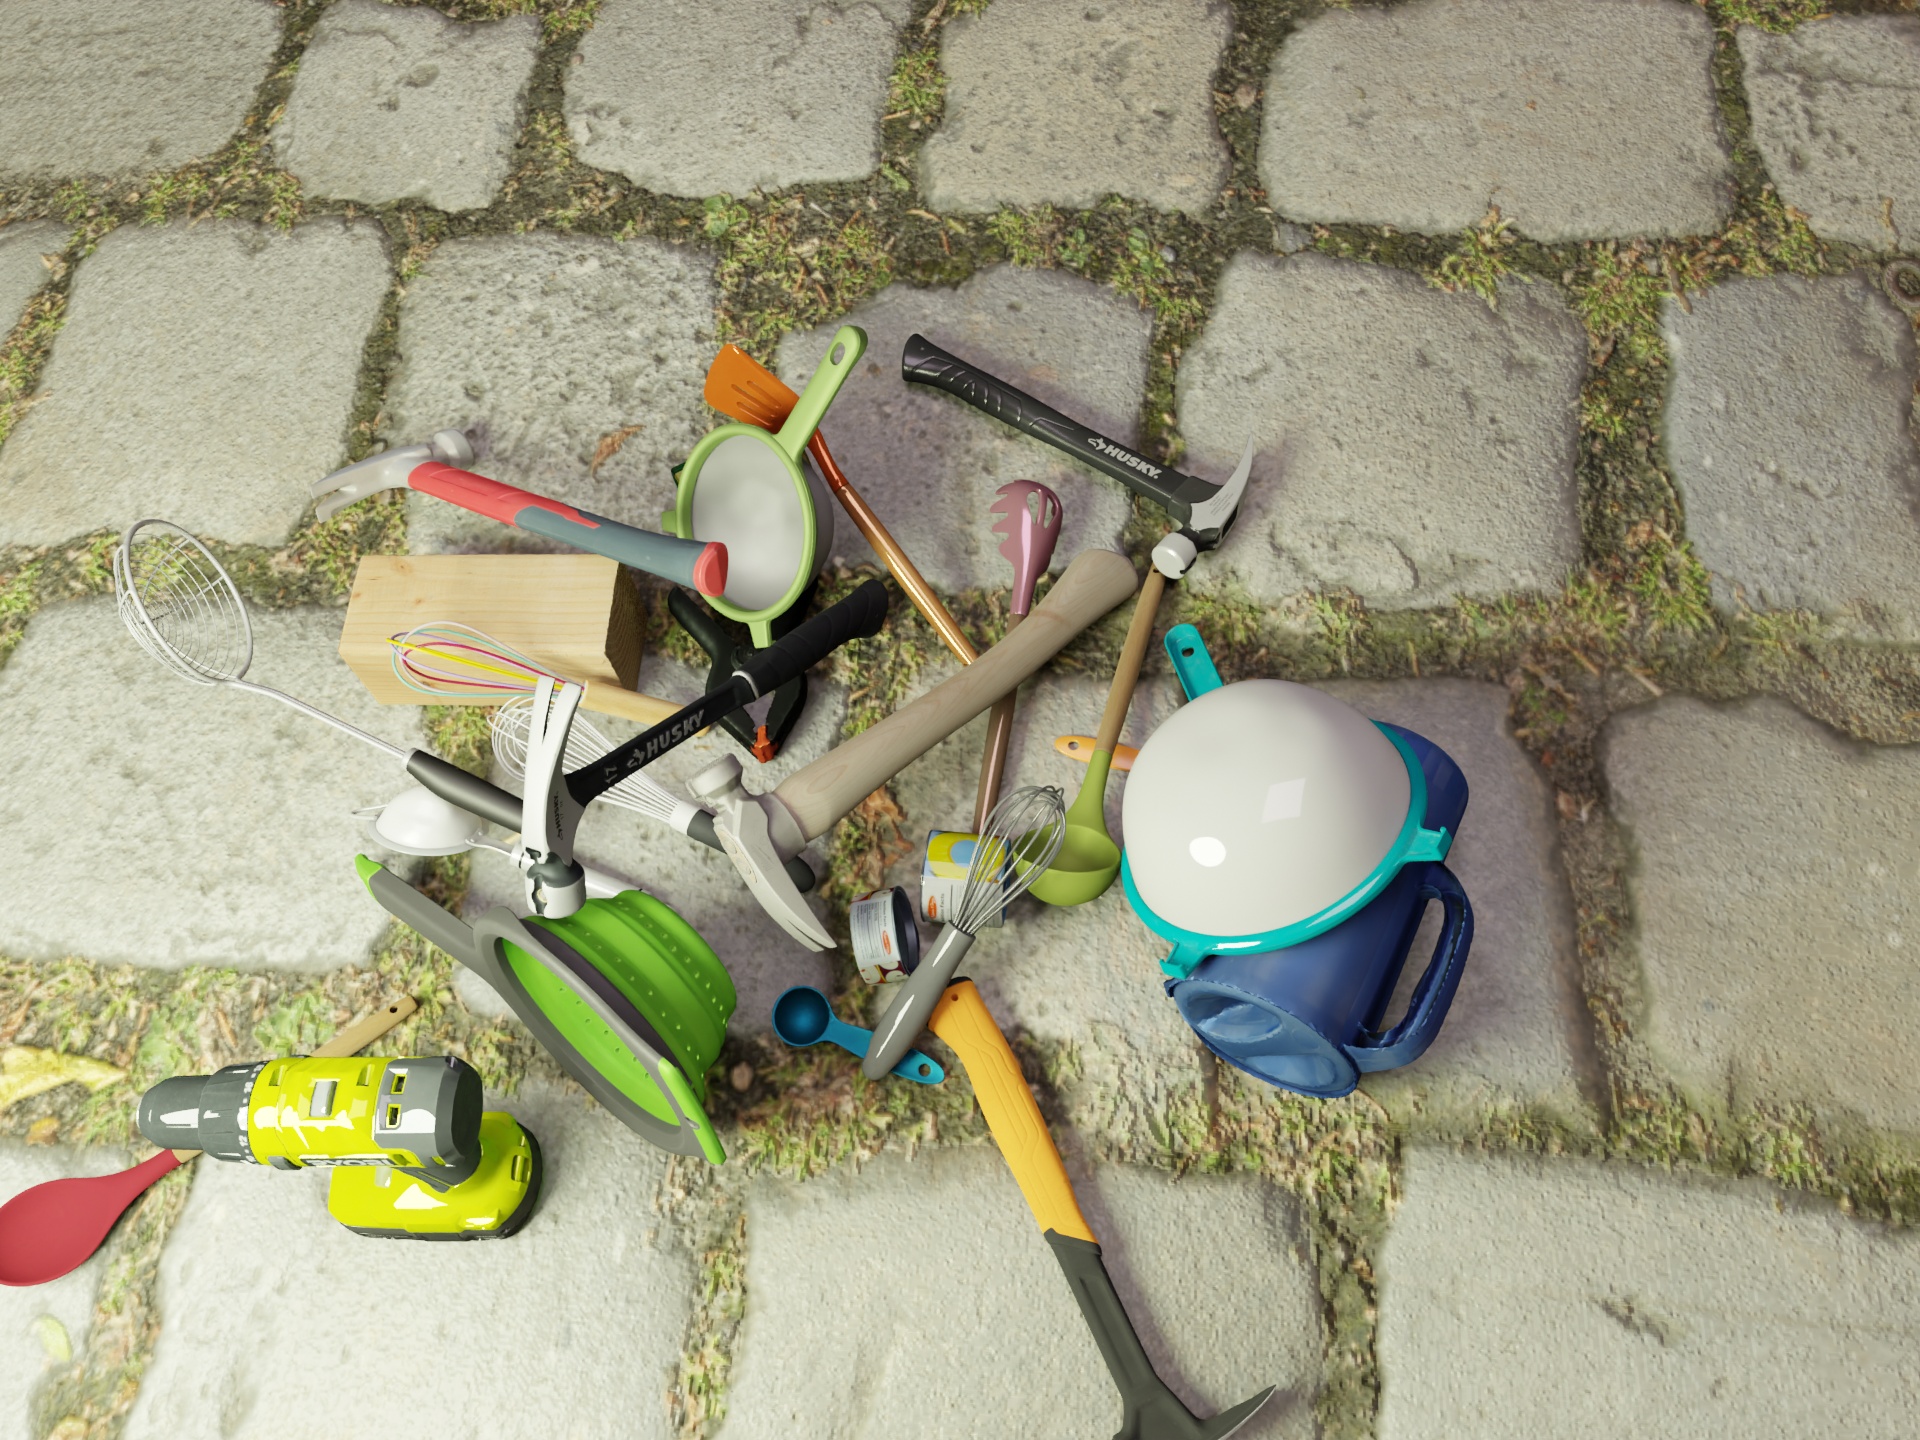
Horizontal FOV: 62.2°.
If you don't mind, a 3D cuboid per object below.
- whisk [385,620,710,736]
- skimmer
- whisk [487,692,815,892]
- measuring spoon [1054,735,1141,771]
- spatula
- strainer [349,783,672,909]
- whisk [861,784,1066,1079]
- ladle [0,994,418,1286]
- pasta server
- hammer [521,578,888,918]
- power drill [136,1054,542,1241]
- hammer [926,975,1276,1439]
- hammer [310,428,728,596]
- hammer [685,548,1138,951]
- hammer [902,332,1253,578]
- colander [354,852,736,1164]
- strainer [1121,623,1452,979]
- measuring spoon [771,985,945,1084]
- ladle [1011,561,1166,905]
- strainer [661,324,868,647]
[{"bbox_3d":[-0.299,-0.024,1.173,0.244,0.047,0.051,16,61,-27],"label":"whisk"},{"bbox_3d":[-0.440,-0.025,1.147,0.363,0.127,0.090,27,100,0],"label":"skimmer"},{"bbox_3d":[-0.231,0.058,1.186,0.285,0.070,0.070,26,67,11],"label":"whisk"},{"bbox_3d":[0.127,0.027,1.194,0.117,0.011,0.021,12,64,11],"label":"measuring spoon"},{"bbox_3d":[-0.085,-0.158,1.243,0.041,0.081,0.322,-34,85,-32],"label":"spatula"},{"bbox_3d":[-0.330,0.094,1.171,0.258,0.050,0.087,21,24,5],"label":"strainer"},{"bbox_3d":[0.001,0.143,1.069,0.055,0.055,0.239,34,96,20],"label":"whisk"},{"bbox_3d":[-0.519,0.283,1.101,0.315,0.031,0.069,-33,67,-15],"label":"ladle"},{"bbox_3d":[0.038,-0.053,1.231,0.060,0.040,0.316,18,68,-20],"label":"pasta server"},{"bbox_3d":[-0.161,-0.022,1.102,0.036,0.149,0.409,16,29,23],"label":"hammer"},{"bbox_3d":[-0.371,0.262,0.985,0.190,0.228,0.080,-1,62,4],"label":"power drill"},{"bbox_3d":[0.070,0.313,1.034,0.127,0.034,0.337,-25,63,-8],"label":"hammer"},{"bbox_3d":[-0.334,-0.152,1.222,0.386,0.038,0.143,20,38,33],"label":"hammer"},{"bbox_3d":[-0.002,-0.004,1.150,0.410,0.038,0.146,-37,98,-33],"label":"hammer"},{"bbox_3d":[0.087,-0.243,1.323,0.335,0.035,0.146,32,62,22],"label":"hammer"},{"bbox_3d":[-0.276,0.153,1.087,0.397,0.204,0.094,23,54,35],"label":"colander"},{"bbox_3d":[0.177,0.005,1.084,0.211,0.095,0.341,-27,35,10],"label":"strainer"},{"bbox_3d":[-0.070,0.224,1.107,0.128,0.021,0.042,23,78,6],"label":"measuring spoon"},{"bbox_3d":[0.111,-0.003,1.179,0.078,0.062,0.320,11,58,16],"label":"ladle"},{"bbox_3d":[-0.121,-0.189,1.197,0.069,0.256,0.152,-13,56,-50],"label":"strainer"}]
